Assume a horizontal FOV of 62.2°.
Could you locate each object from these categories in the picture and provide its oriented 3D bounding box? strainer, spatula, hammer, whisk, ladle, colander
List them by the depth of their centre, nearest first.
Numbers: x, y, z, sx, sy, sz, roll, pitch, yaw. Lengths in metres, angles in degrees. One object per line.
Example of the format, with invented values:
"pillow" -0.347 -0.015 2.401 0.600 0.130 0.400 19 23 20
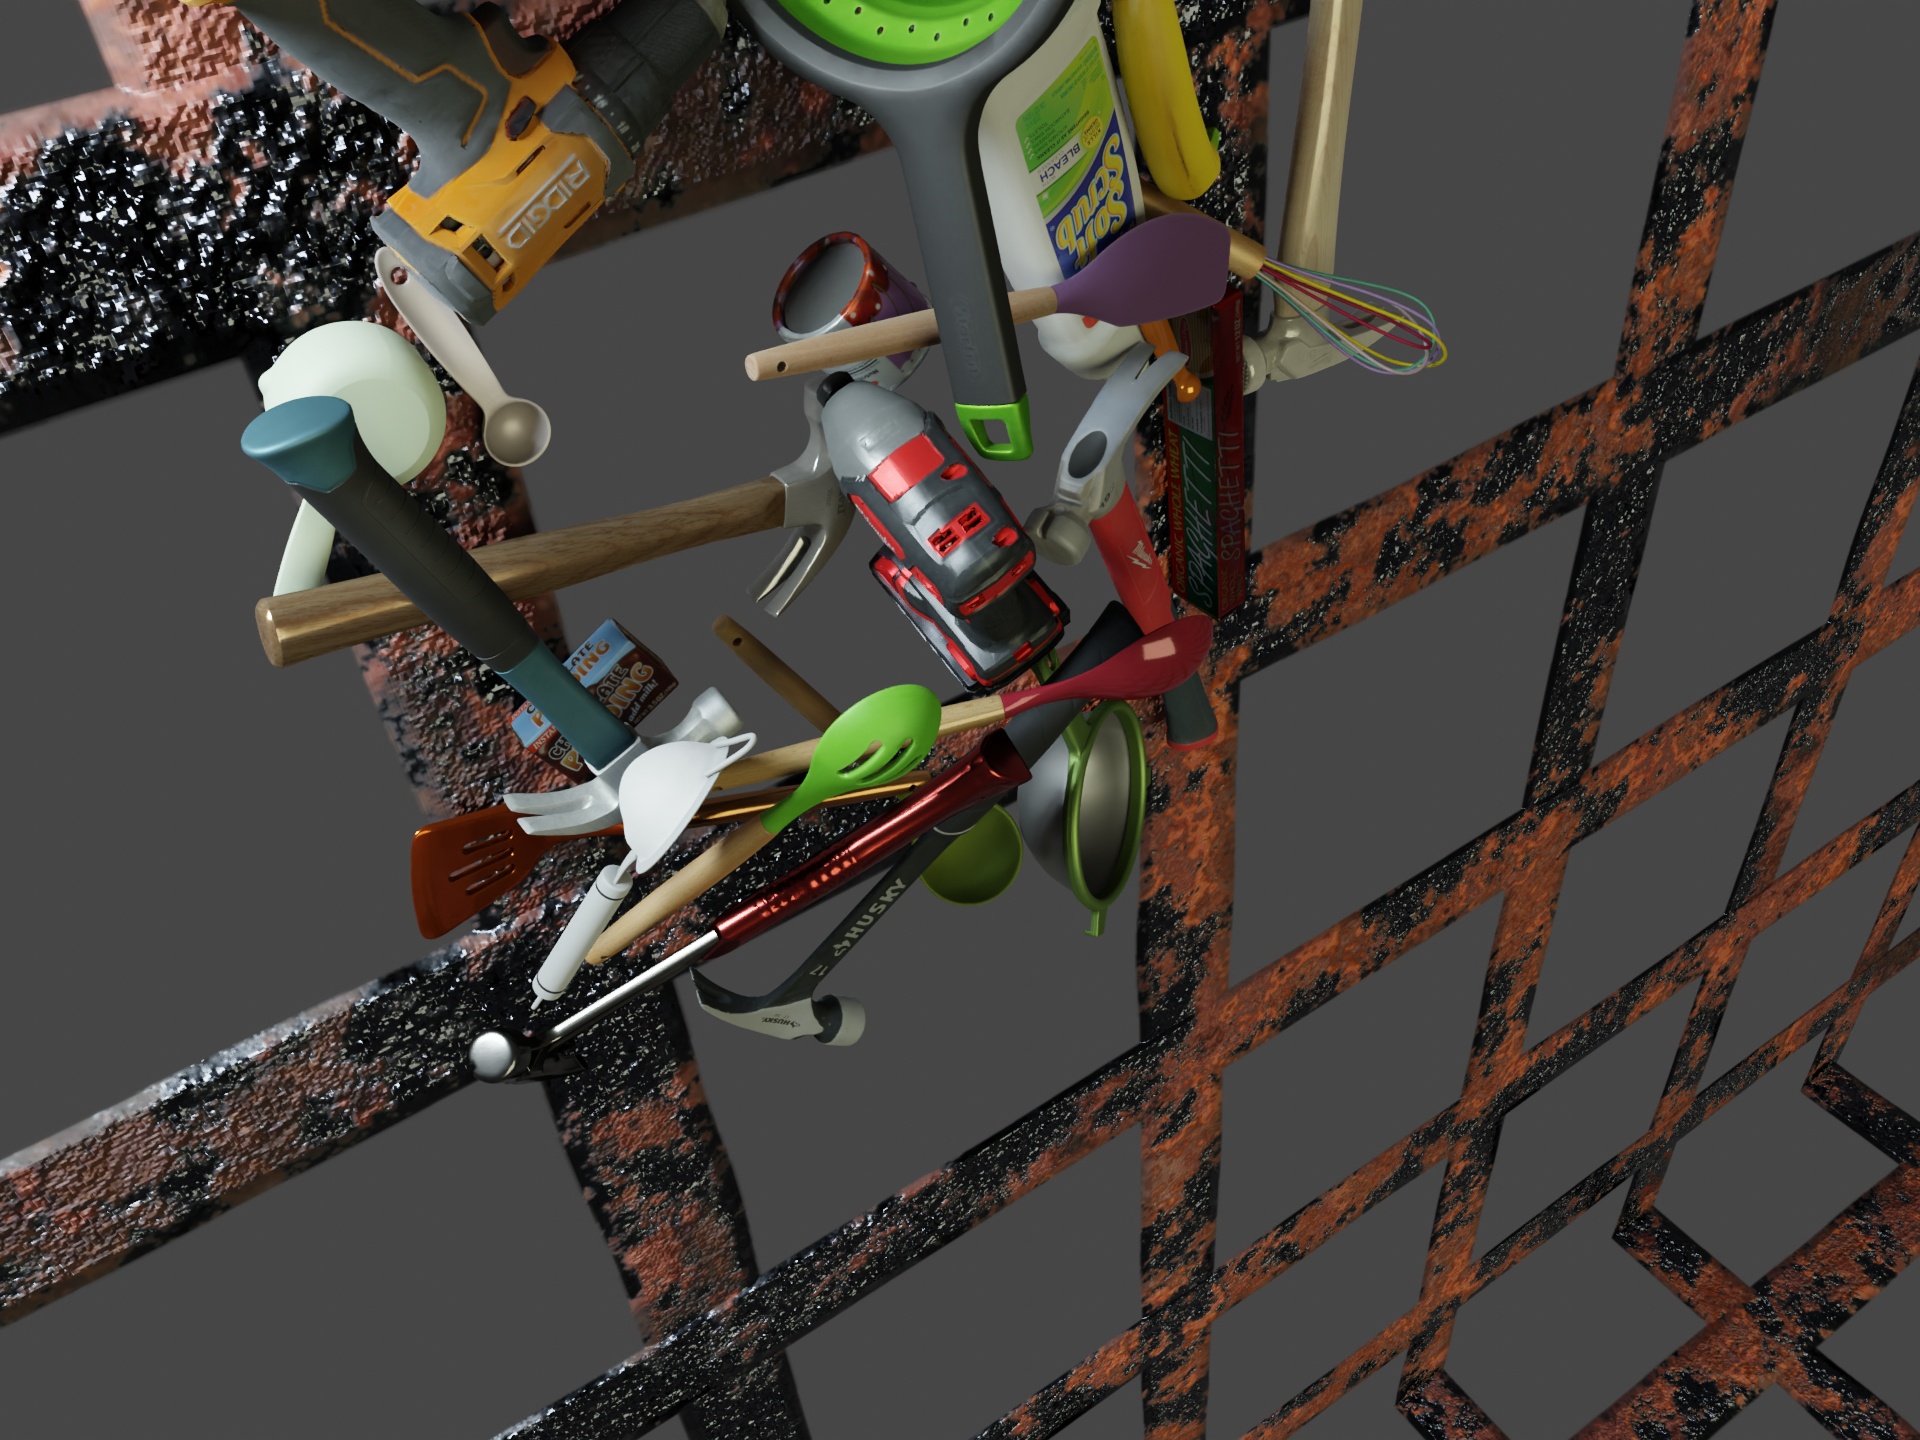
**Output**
"colander" -0.003 -0.313 0.725 0.094 0.204 0.396 -53 139 -43
"hammer" -0.225 -0.043 0.780 0.128 0.033 0.330 -41 145 -6
"hammer" -0.193 -0.087 0.829 0.331 0.031 0.130 -21 134 -32
"spatula" 0.027 -0.219 0.837 0.316 0.018 0.059 -22 128 -30
"strainer" -0.192 0.085 0.888 0.050 0.087 0.258 29 123 -13
"ladle" -0.001 -0.003 0.911 0.315 0.031 0.069 -15 155 -4
"hammer" 0.226 -0.400 0.944 0.146 0.038 0.410 -25 134 -25
"spatula" -0.164 0.063 0.956 0.322 0.041 0.081 -8 126 -23
"hammer" -0.117 0.115 0.957 0.359 0.037 0.149 -32 169 2
"whisk" 0.198 -0.269 0.960 0.244 0.047 0.051 21 108 -22
"hammer" -0.021 0.075 1.025 0.149 0.036 0.409 17 124 -41
"ladle" -0.056 0.029 1.030 0.078 0.062 0.319 -41 136 4
"hammer" 0.135 -0.085 1.061 0.143 0.038 0.385 -60 153 -13
"strainer" 0.063 0.025 1.096 0.152 0.069 0.256 -68 149 -32

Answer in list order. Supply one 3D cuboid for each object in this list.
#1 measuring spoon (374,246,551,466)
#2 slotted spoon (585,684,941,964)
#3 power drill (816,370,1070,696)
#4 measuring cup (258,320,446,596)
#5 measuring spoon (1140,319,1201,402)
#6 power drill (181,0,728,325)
"measuring spoon" -0.239 -0.173 0.756 0.034 0.018 0.124 -41 132 -12
"slotted spoon" -0.125 0.072 0.928 0.313 0.031 0.070 -36 145 31
"power drill" -0.012 -0.101 0.867 0.078 0.143 0.219 -39 165 -1
"measuring cup" -0.292 -0.102 0.744 0.083 0.038 0.167 6 116 -42
"measuring spoon" 0.124 -0.223 0.944 0.021 0.011 0.116 -63 150 -10
"power drill" -0.207 -0.295 0.638 0.185 0.084 0.226 -47 143 -3
